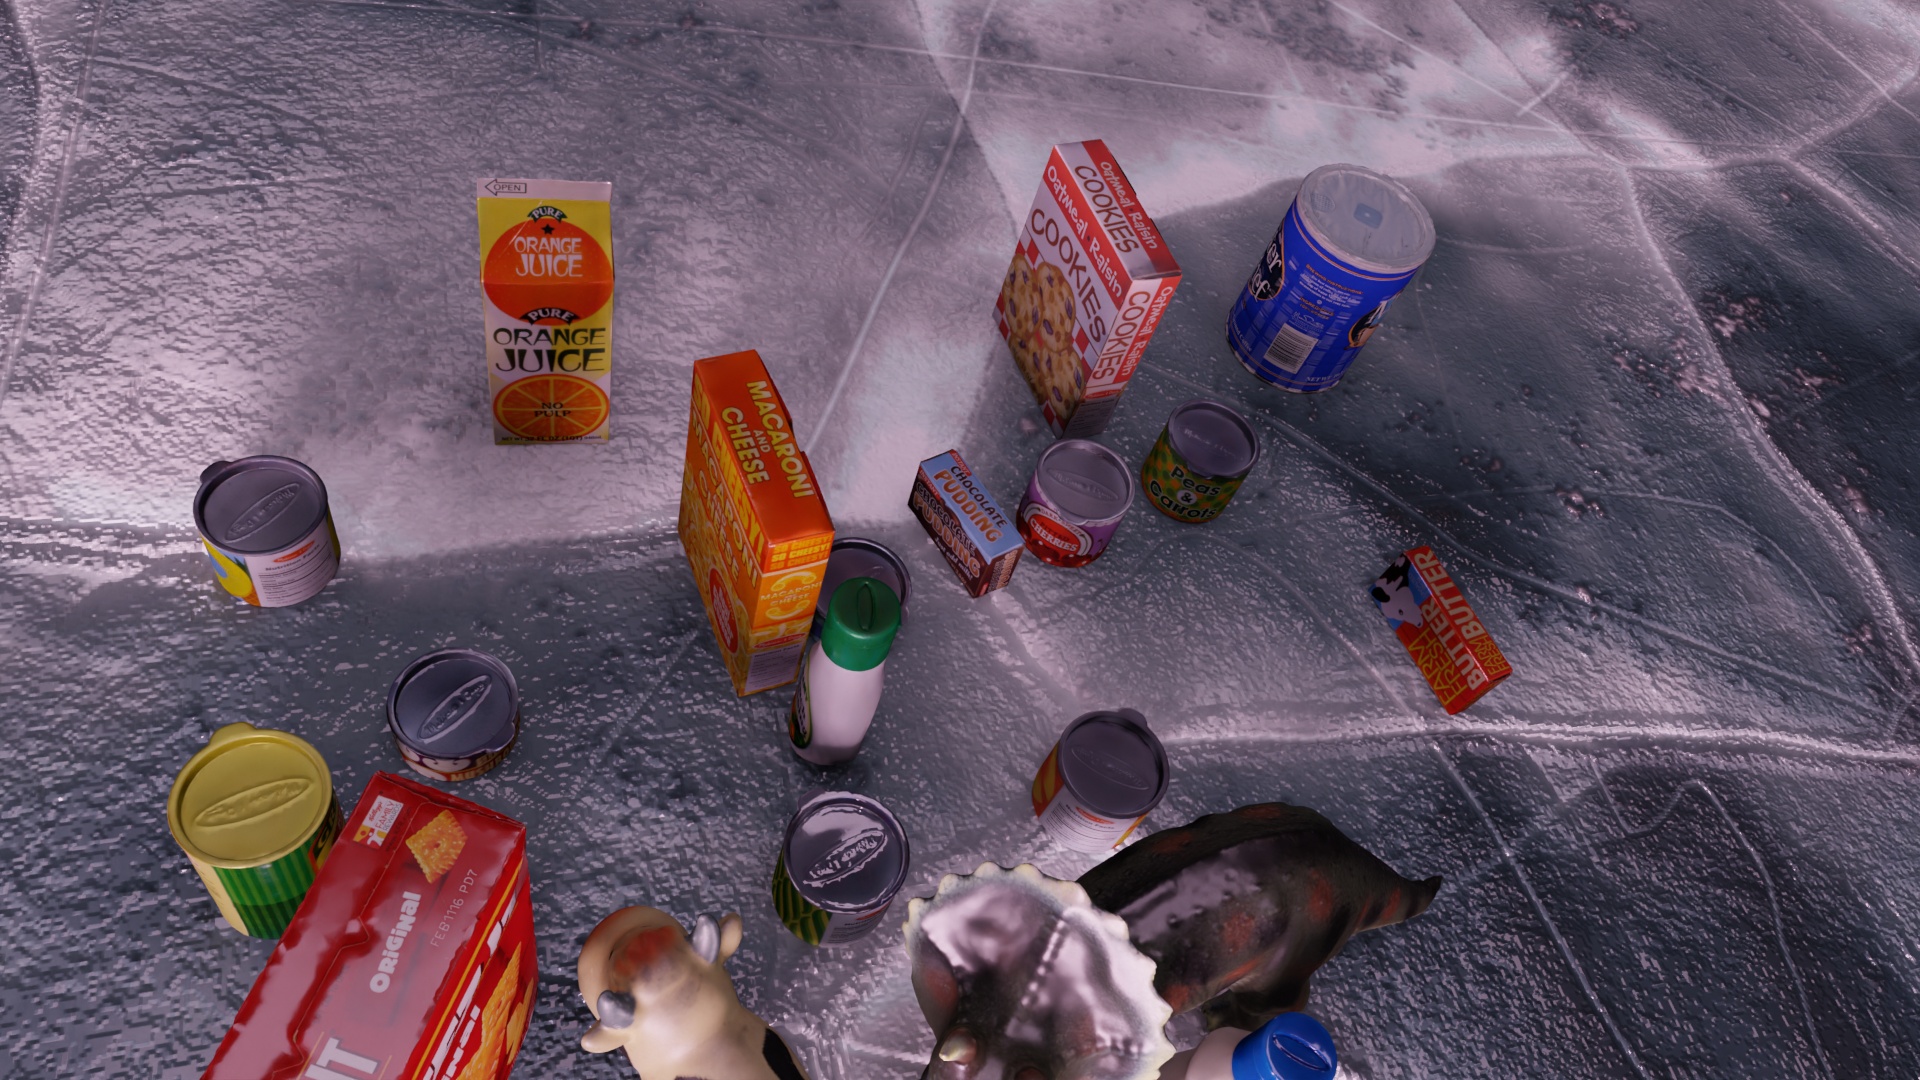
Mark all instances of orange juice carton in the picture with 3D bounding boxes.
[{"bbox_3d":[-0.243,-0.141,0.818,0.072,0.191,0.073,-2,58,-17],"label":"orange juice carton"}]

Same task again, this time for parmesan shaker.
[{"bbox_3d":[-0.328,0.139,0.660,0.071,0.102,0.071,7,55,-11],"label":"parmesan shaker"}]

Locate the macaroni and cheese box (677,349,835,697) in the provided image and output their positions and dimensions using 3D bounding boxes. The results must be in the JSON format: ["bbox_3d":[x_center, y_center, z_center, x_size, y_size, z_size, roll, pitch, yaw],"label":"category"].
[{"bbox_3d":[-0.118,-0.006,0.778,0.040,0.165,0.124,-14,62,-23],"label":"macaroni and cheese box"}]

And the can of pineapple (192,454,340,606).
[{"bbox_3d":[-0.384,-0.006,0.770,0.071,0.057,0.071,7,55,-11],"label":"can of pineapple"}]

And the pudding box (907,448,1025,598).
[{"bbox_3d":[0.003,-0.011,0.886,0.030,0.049,0.084,-24,66,-28],"label":"pudding box"}]

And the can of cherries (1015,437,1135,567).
[{"bbox_3d":[0.073,-0.022,0.908,0.071,0.058,0.072,7,55,-11],"label":"can of cherries"}]

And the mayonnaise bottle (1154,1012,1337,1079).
[{"bbox_3d":[0.135,0.266,0.675,0.065,0.147,0.041,29,54,5],"label":"mayonnaise bottle"}]

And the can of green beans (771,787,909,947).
[{"bbox_3d":[-0.065,0.175,0.737,0.071,0.057,0.071,7,55,-11],"label":"can of green beans"}]

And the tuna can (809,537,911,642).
[{"bbox_3d":[-0.063,0.036,0.847,0.071,0.032,0.071,7,55,-11],"label":"tuna can"}]

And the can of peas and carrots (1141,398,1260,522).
[{"bbox_3d":[0.163,-0.052,0.953,0.071,0.058,0.071,7,55,-11],"label":"can of peas and carrots"}]

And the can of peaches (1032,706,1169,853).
[{"bbox_3d":[0.081,0.138,0.802,0.071,0.057,0.071,7,55,-11],"label":"can of peaches"}]

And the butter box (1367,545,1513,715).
[{"bbox_3d":[0.318,0.059,0.924,0.024,0.052,0.104,-15,62,-24],"label":"butter box"}]

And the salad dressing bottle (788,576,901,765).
[{"bbox_3d":[-0.063,0.072,0.752,0.044,0.146,0.064,5,56,-12],"label":"salad dressing bottle"}]

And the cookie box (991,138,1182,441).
[{"bbox_3d":[0.081,-0.167,0.941,0.040,0.166,0.123,-13,61,-23],"label":"cookie box"}]

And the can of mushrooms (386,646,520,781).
[{"bbox_3d":[-0.270,0.095,0.748,0.071,0.033,0.071,7,55,-11],"label":"can of mushrooms"}]
